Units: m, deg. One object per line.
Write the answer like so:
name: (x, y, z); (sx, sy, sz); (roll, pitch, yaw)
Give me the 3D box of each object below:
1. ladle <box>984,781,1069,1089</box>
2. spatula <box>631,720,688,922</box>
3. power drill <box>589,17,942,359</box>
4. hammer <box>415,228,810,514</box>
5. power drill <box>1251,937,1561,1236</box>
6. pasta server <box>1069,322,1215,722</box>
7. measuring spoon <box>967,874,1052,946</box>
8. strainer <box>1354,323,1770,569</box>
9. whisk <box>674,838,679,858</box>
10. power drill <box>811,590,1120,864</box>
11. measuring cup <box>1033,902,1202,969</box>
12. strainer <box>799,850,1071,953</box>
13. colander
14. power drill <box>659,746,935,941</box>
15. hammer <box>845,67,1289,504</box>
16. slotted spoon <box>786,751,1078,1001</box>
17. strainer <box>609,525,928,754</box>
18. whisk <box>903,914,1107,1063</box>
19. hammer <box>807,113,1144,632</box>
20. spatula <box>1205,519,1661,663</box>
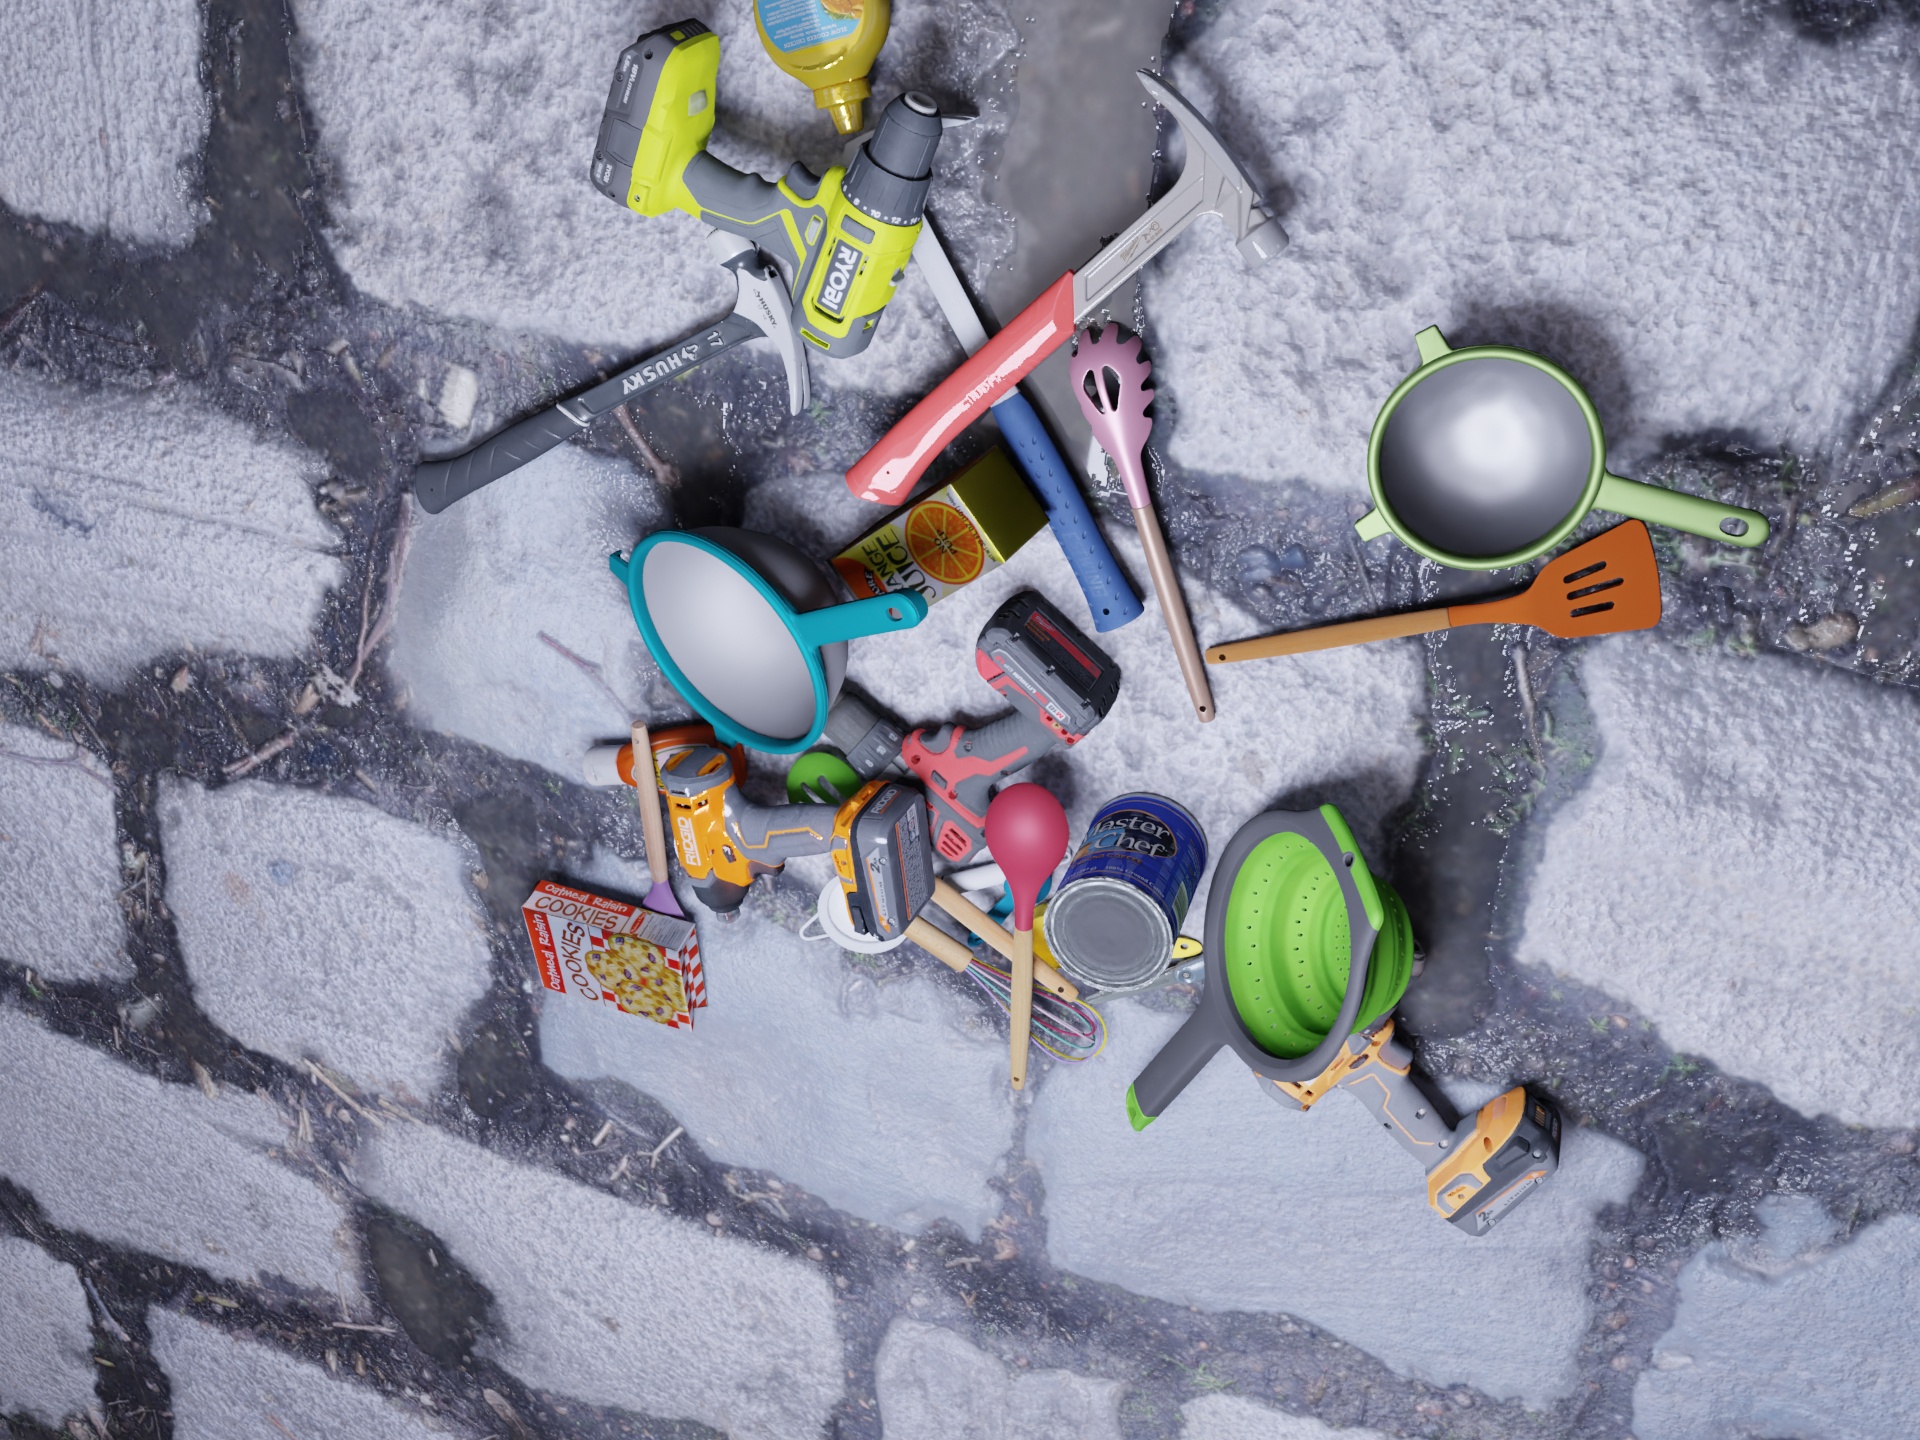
ladle: (0.051, 0.190, 1.322); (0.069, 0.031, 0.315); (10, 123, 15)
spatula: (-0.281, 0.125, 1.461); (0.060, 0.018, 0.315); (15, 131, 15)
power drill: (-0.129, -0.385, 1.104); (0.228, 0.080, 0.190); (32, 131, 3)
hammer: (-0.299, -0.255, 1.305); (0.409, 0.036, 0.149); (-20, 107, 28)
power drill: (0.376, 0.289, 1.291); (0.226, 0.084, 0.185); (36, 120, 6)
pasta server: (0.146, -0.141, 1.198); (0.060, 0.040, 0.316); (-10, 115, 24)
measuring spoon: (0.039, 0.170, 1.377); (0.042, 0.021, 0.128); (10, 139, -27)
strainer: (0.403, -0.167, 1.061); (0.256, 0.069, 0.151); (17, 117, 11)
whisk: (-0.143, 0.106, 1.415); (0.246, 0.057, 0.059); (-2, 84, 17)
power drill: (-0.002, -0.004, 1.292); (0.188, 0.080, 0.226); (43, 125, -3)
measuring cup: (0.129, 0.185, 1.368); (0.156, 0.029, 0.062); (2, 120, 7)
strainer: (-0.022, 0.148, 1.393); (0.258, 0.050, 0.086); (-16, 113, 21)
colander: (0.250, 0.224, 1.273); (0.094, 0.205, 0.396); (4, 138, -24)
power drill: (-0.139, 0.115, 1.334); (0.226, 0.084, 0.164); (8, 122, 24)
hammer: (0.045, -0.279, 1.119); (0.359, 0.037, 0.149); (-37, 100, 27)
slotted spoon: (-0.025, 0.138, 1.359); (0.314, 0.031, 0.070); (38, 108, 3)
strainer: (-0.121, -0.087, 1.243); (0.340, 0.095, 0.210); (-7, 120, 48)
whisk: (0.026, 0.219, 1.386); (0.245, 0.051, 0.047); (34, 129, -7)
hammer: (0.033, -0.250, 1.179); (0.144, 0.035, 0.405); (-22, 105, 28)
spatula: (0.334, -0.074, 1.161); (0.322, 0.041, 0.081); (-9, 112, 28)
